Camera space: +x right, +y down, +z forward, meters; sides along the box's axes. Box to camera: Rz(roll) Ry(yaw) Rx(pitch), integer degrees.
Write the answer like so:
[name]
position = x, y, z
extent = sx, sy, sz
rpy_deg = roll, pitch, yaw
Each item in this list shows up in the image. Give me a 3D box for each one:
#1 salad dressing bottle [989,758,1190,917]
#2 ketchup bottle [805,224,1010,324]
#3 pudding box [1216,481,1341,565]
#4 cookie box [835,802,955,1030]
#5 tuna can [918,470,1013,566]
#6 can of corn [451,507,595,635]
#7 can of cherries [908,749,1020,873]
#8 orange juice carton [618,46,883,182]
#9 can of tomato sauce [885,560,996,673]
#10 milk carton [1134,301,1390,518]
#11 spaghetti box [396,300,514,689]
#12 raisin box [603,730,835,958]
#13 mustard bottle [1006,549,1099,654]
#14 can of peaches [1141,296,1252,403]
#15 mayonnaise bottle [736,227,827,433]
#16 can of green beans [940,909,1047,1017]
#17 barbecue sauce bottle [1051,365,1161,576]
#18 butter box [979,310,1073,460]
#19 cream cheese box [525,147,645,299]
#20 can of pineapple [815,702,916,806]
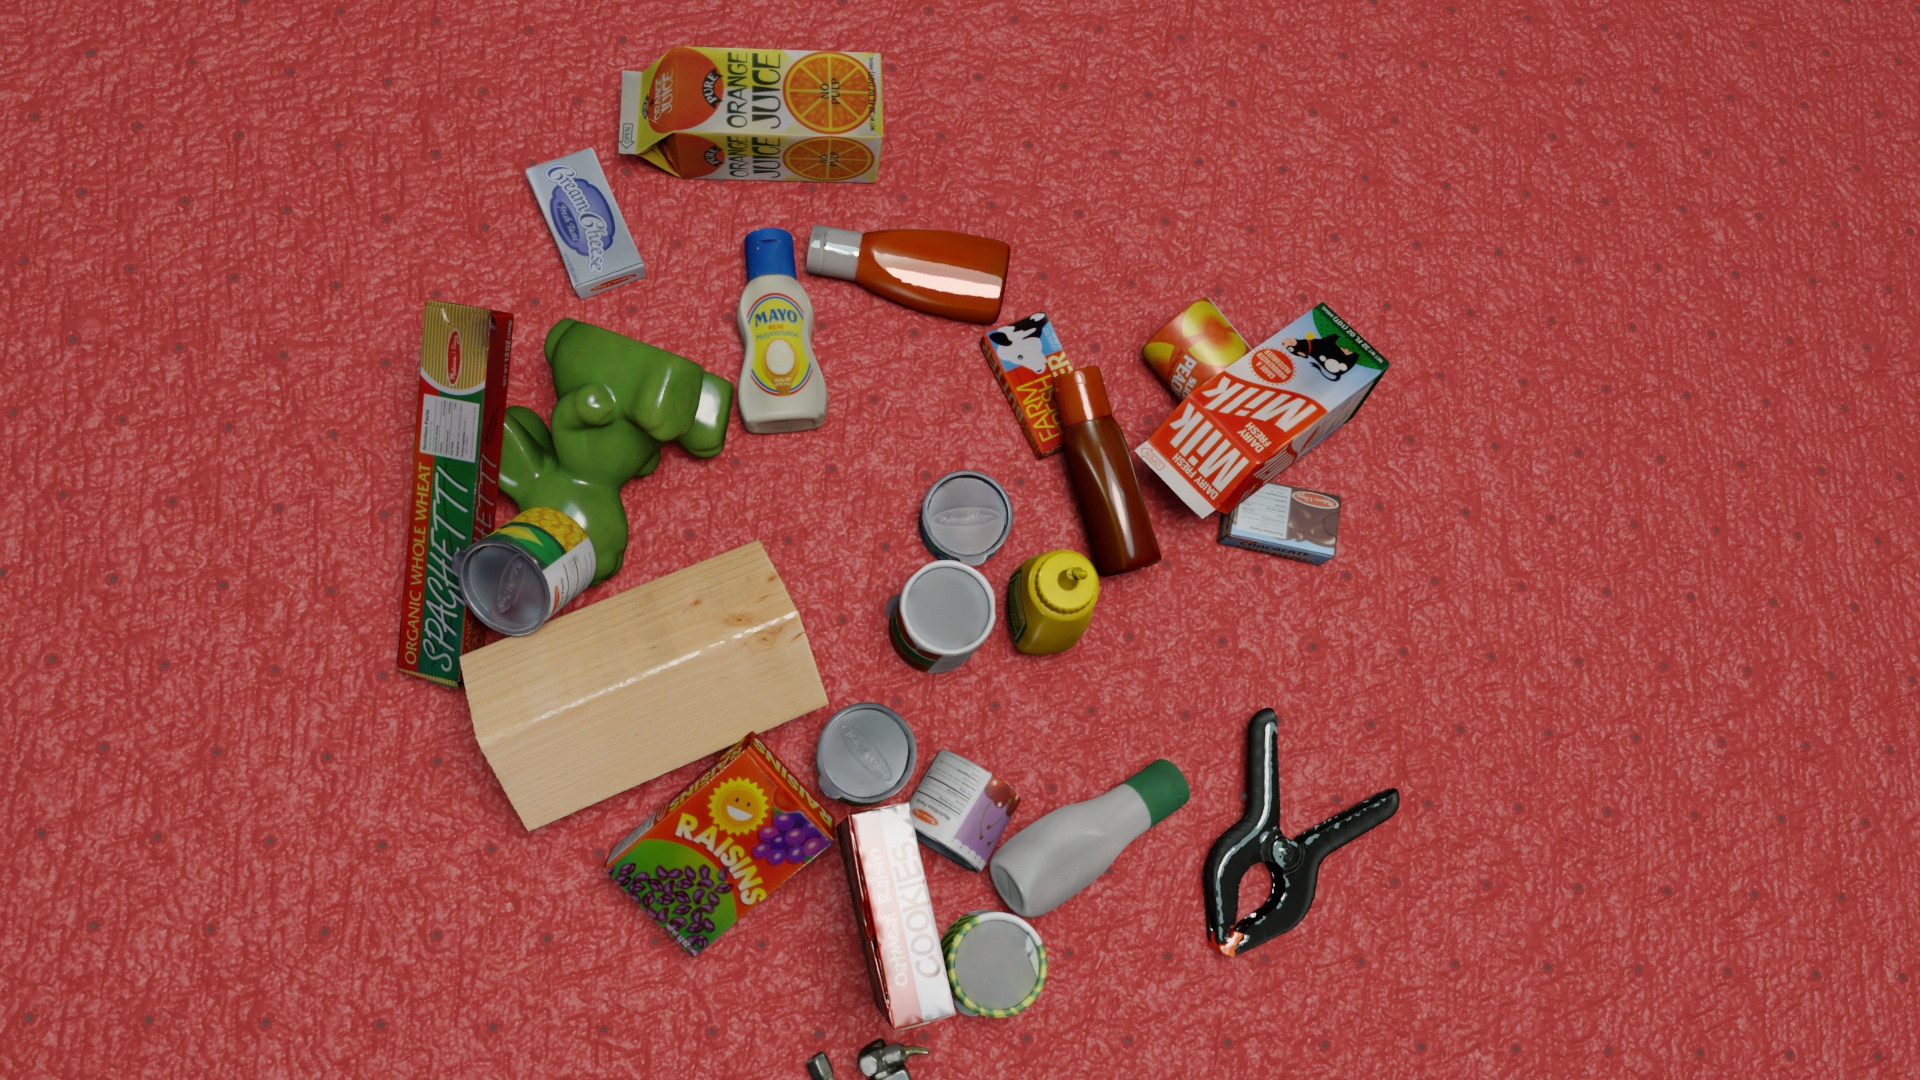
[salad dressing bottle]
position = 0.091, 0.199, 0.944
extent = 0.148, 0.064, 0.044
rpy_deg = -26, 38, -26
[ketchup bottle]
position = -0.040, -0.206, 1.041
extent = 0.149, 0.043, 0.065
rpy_deg = 10, 74, -5
[pudding box]
position = 0.238, -0.015, 1.037
extent = 0.084, 0.030, 0.050
rpy_deg = 11, 73, -5
[cookie box]
position = -0.045, 0.231, 0.865
extent = 0.040, 0.167, 0.123
rpy_deg = -12, 78, -10
[tuna can]
position = 0.004, -0.013, 1.003
extent = 0.071, 0.032, 0.071
rpy_deg = 2, 76, -7
[can of corn]
position = -0.280, 0.017, 0.895
extent = 0.071, 0.058, 0.071
rpy_deg = 7, 115, 15
[can of cherries]
position = 0.000, 0.183, 0.939
extent = 0.071, 0.071, 0.058
rpy_deg = 31, 73, 1
[orange juice carton]
position = -0.156, -0.318, 1.038
extent = 0.193, 0.073, 0.072
rpy_deg = -1, 76, -7
[can of tomato sauce]
position = -0.015, 0.052, 0.958
extent = 0.071, 0.083, 0.071
rpy_deg = 2, 76, -8
[milk carton]
position = 0.215, -0.088, 1.007
extent = 0.191, 0.073, 0.072
rpy_deg = -35, 72, -25
[spaghetti box]
position = -0.331, -0.029, 0.906
extent = 0.050, 0.029, 0.249
rpy_deg = 11, 101, 13
[raisin box]
position = -0.154, 0.195, 0.896
extent = 0.123, 0.040, 0.086
rpy_deg = -40, 100, 4
[mustard bottle]
position = 0.063, 0.036, 0.934
extent = 0.049, 0.159, 0.065
rpy_deg = -4, 76, -7
[can of peaches]
position = 0.176, -0.139, 1.041
extent = 0.071, 0.071, 0.058
rpy_deg = -36, 83, -14
[mayonnaise bottle]
position = -0.135, -0.154, 1.016
extent = 0.065, 0.041, 0.148
rpy_deg = -5, 77, -7
[can of green beans]
position = 0.021, 0.279, 0.919
extent = 0.071, 0.057, 0.071
rpy_deg = 2, 76, -7
[barbecue sauce bottle]
position = 0.102, -0.050, 0.998
extent = 0.044, 0.065, 0.148
rpy_deg = -16, 89, -14
[butter box]
position = 0.060, -0.117, 1.042
extent = 0.053, 0.024, 0.103
rpy_deg = -23, 80, -13
[cream cheese box]
position = -0.277, -0.235, 1.026
extent = 0.053, 0.024, 0.104
rpy_deg = -23, 80, -13
[can of pineapple]
position = -0.067, 0.146, 0.941
extent = 0.071, 0.057, 0.071
rpy_deg = 2, 76, -7
